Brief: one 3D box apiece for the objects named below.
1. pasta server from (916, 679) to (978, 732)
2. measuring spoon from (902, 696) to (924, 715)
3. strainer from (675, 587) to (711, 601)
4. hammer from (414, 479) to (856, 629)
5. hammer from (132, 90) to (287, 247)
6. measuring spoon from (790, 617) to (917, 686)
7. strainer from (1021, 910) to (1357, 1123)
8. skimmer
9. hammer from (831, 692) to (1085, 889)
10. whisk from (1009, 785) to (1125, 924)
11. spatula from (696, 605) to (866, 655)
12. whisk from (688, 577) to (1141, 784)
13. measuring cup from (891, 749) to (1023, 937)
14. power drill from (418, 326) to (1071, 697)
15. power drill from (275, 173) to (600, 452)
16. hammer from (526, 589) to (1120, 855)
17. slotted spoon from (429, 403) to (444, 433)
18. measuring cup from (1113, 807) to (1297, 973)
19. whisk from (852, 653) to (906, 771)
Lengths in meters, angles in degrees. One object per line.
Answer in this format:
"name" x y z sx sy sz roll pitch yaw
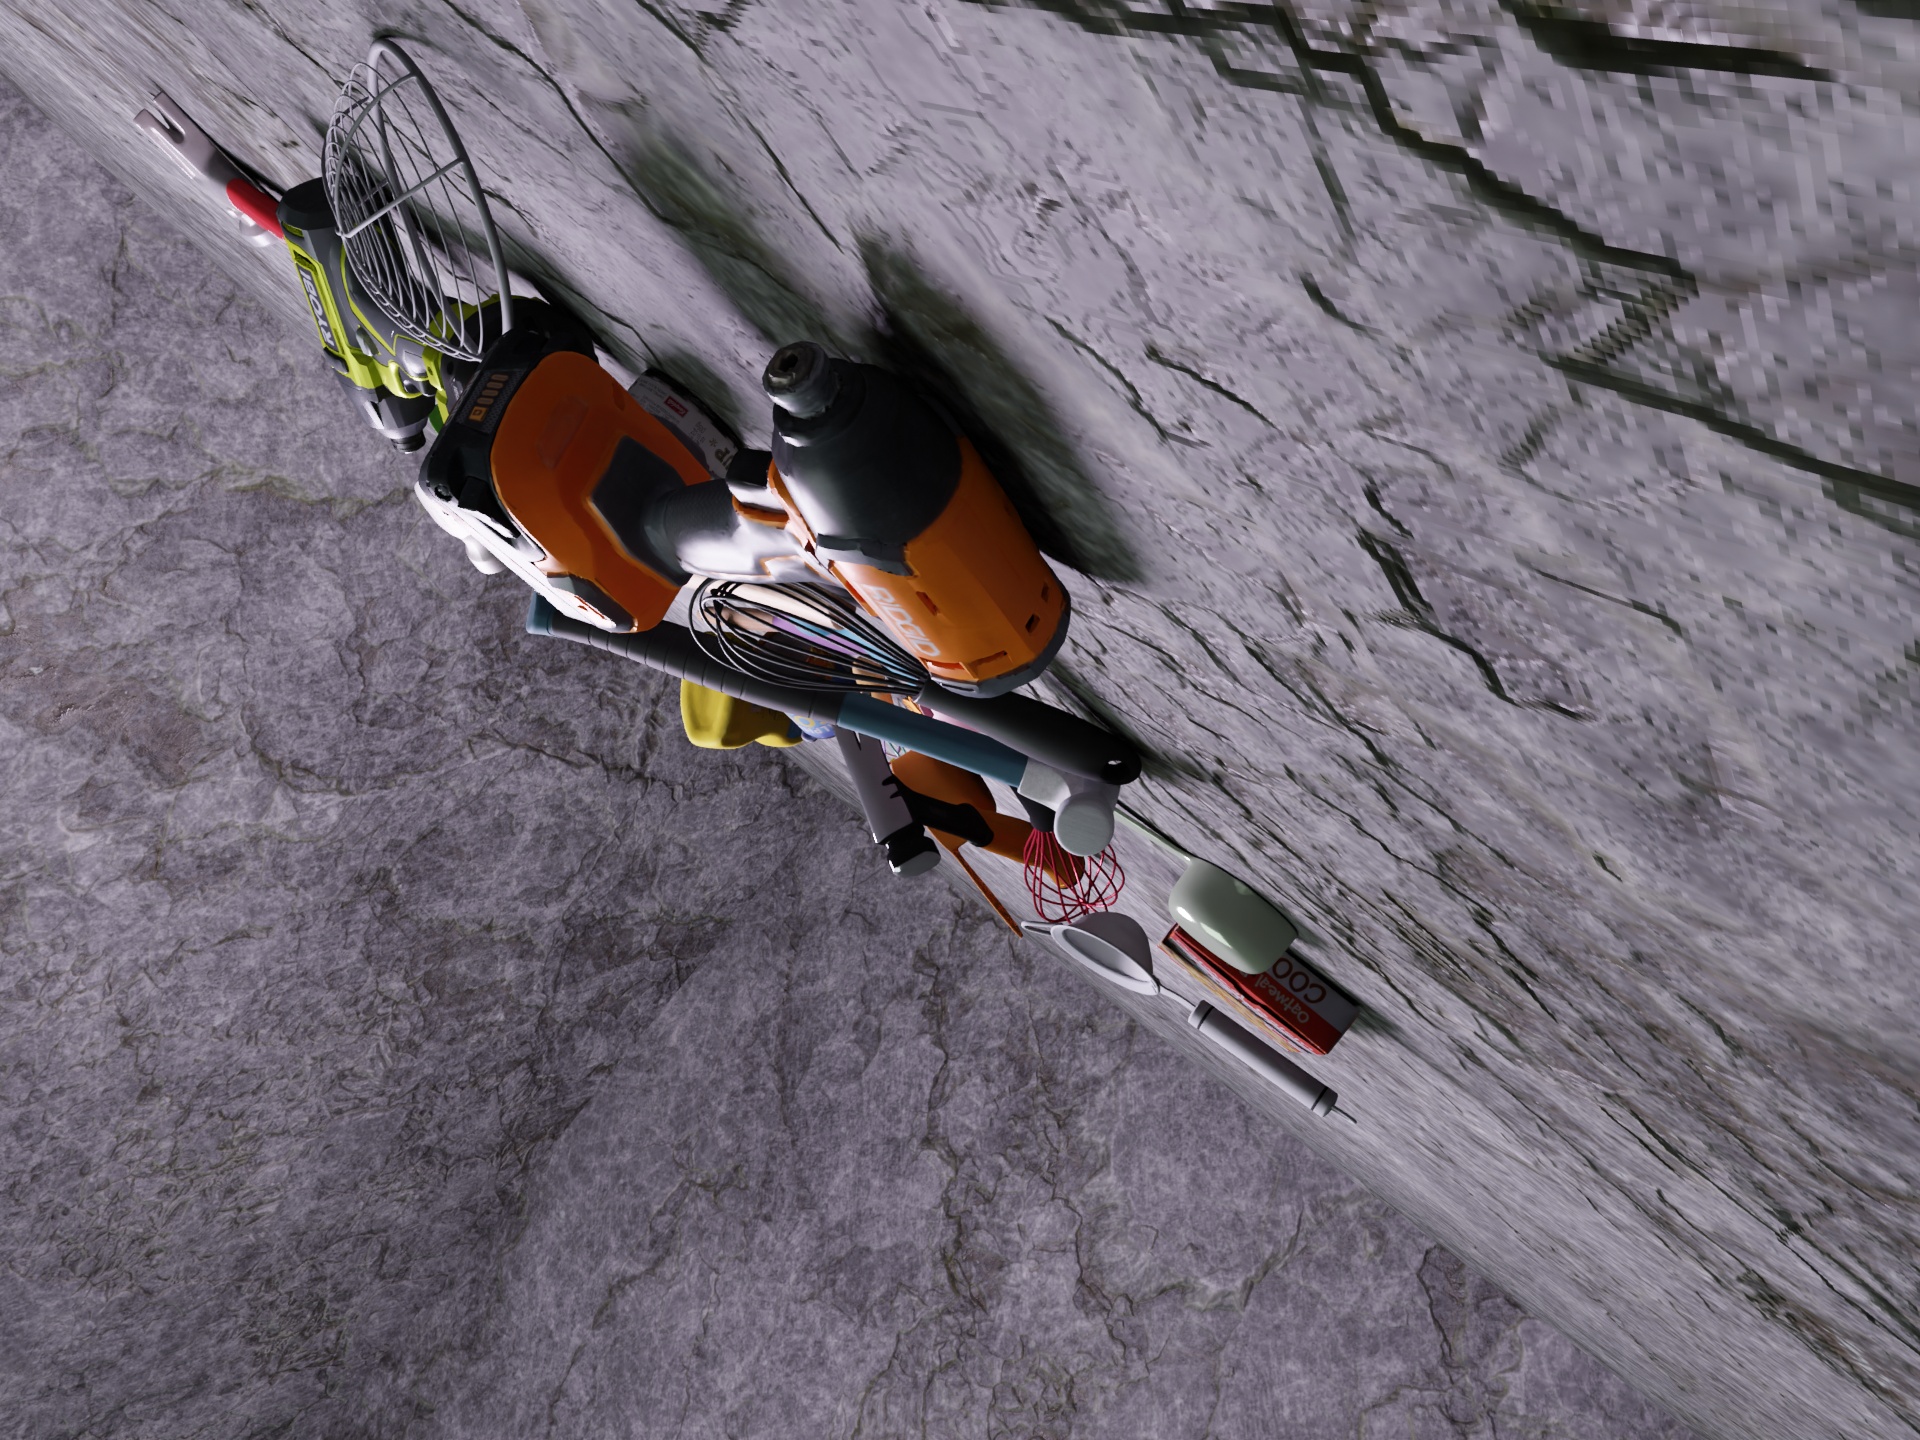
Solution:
"pasta server" -0.002 -0.003 1.049 0.060 0.040 0.316 38 177 3
"measuring spoon" -0.033 -0.012 1.213 0.021 0.011 0.117 50 176 -2
"strainer" -0.221 -0.145 1.067 0.152 0.069 0.256 35 174 27
"hammer" -0.216 -0.111 1.022 0.331 0.031 0.129 16 156 24
"hammer" -0.457 -0.339 1.168 0.387 0.038 0.143 35 171 26
"measuring spoon" -0.070 -0.046 1.094 0.128 0.021 0.042 36 157 5
"strainer" 0.158 0.194 1.081 0.258 0.050 0.086 34 163 20
"skimmer" -0.119 -0.147 0.711 0.363 0.090 0.127 31 175 -33
"hammer" 0.014 0.073 1.162 0.336 0.034 0.127 27 -144 -62
"whisk" 0.062 0.071 1.063 0.073 0.073 0.295 35 166 26
"spatula" -0.148 -0.077 1.243 0.059 0.018 0.316 44 165 -25
"whisk" -0.018 -0.016 0.774 0.239 0.055 0.055 22 177 -13
"measuring cup" 0.015 0.089 1.260 0.173 0.052 0.095 54 -174 5
"power drill" -0.086 -0.084 0.579 0.227 0.084 0.164 12 159 31
"power drill" -0.295 -0.197 0.911 0.223 0.080 0.171 34 145 32
"hammer" -0.075 -0.011 0.841 0.331 0.033 0.128 19 -164 2
"slotted spoon" -0.352 -0.228 1.192 0.070 0.031 0.314 29 -173 -19
"measuring cup" 0.124 0.095 0.964 0.168 0.038 0.083 34 172 17
"whisk" -0.063 -0.001 1.272 0.244 0.047 0.051 79 166 -73
